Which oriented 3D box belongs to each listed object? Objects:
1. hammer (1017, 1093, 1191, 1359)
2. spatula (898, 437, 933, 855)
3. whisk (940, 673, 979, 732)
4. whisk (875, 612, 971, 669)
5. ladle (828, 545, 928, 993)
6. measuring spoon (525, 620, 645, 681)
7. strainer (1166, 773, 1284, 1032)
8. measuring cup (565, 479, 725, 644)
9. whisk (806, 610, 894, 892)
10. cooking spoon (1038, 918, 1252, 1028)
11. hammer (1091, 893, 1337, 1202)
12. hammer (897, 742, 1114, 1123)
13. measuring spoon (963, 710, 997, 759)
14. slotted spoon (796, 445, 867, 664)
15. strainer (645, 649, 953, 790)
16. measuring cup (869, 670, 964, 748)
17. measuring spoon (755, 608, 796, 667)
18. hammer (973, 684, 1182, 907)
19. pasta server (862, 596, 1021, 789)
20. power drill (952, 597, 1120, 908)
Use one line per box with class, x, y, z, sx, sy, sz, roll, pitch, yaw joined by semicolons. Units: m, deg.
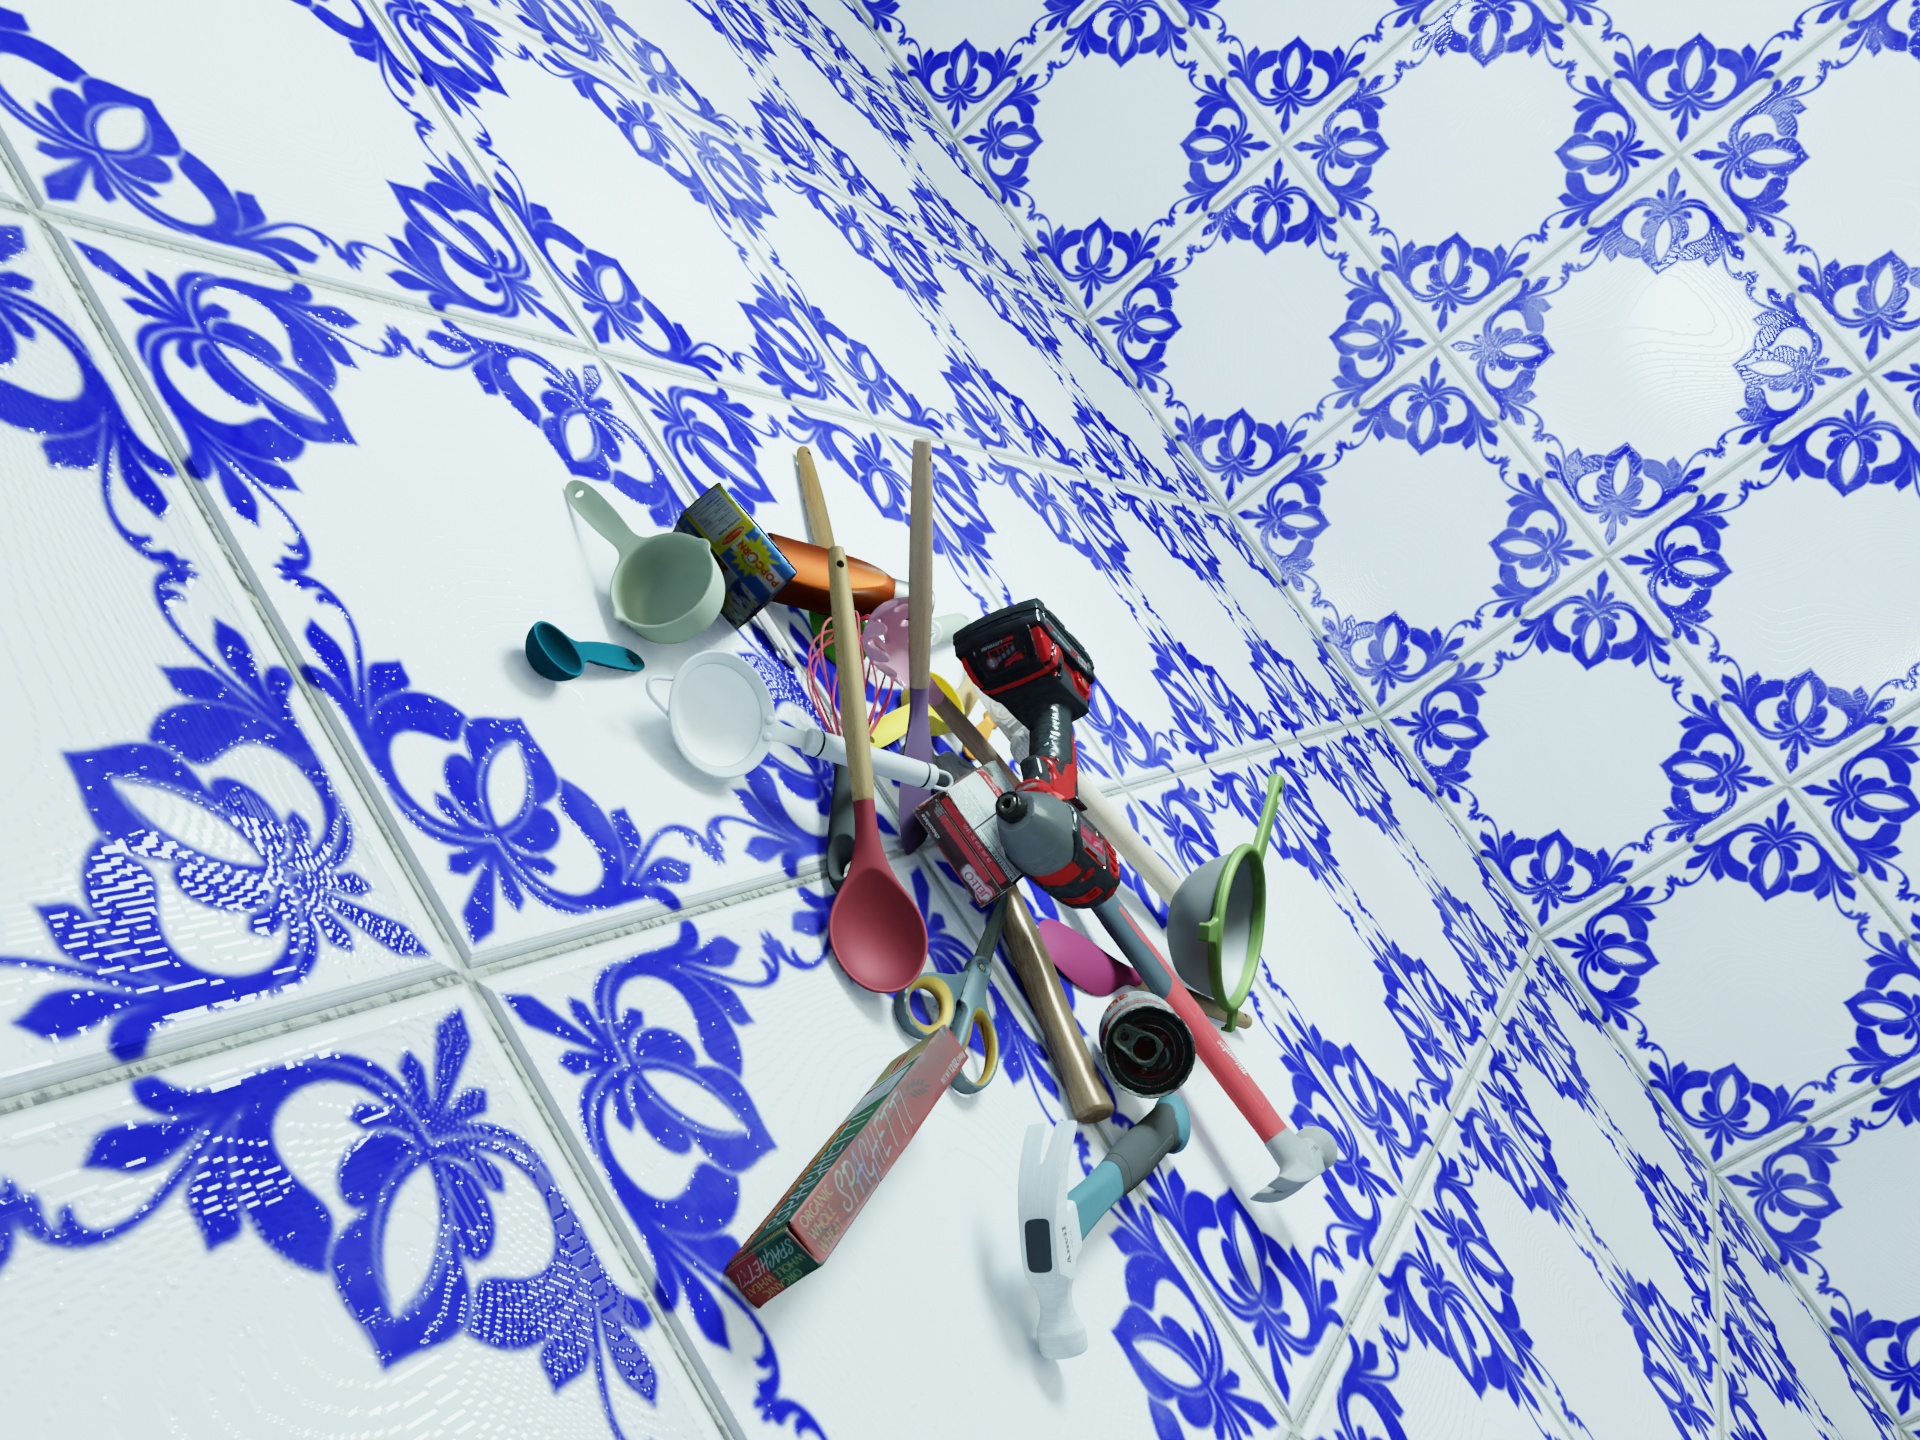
hammer;0.107;0.314;1.094;0.331;0.033;0.128;-1;81;-69
spatula;-0.031;-0.049;1.172;0.060;0.018;0.315;-36;131;-62
whisk;0.015;-0.044;1.514;0.047;0.051;0.245;29;27;0
whisk;-0.031;-0.079;1.462;0.058;0.059;0.246;38;15;8
ladle;-0.070;0.030;1.087;0.069;0.031;0.315;-1;75;-24
measuring spoon;-0.242;-0.038;1.024;0.042;0.021;0.128;57;13;12
strainer;0.240;0.144;1.459;0.151;0.069;0.256;70;34;-42
measuring cup;-0.228;-0.115;1.122;0.168;0.083;0.038;44;-9;31
whisk;-0.083;0.017;1.191;0.073;0.073;0.296;38;31;-31
cooking spoon;0.170;0.233;1.401;0.318;0.017;0.069;28;32;-43
hammer;0.164;0.222;1.324;0.387;0.038;0.143;53;22;20
hammer;0.047;0.162;1.252;0.130;0.031;0.332;24;35;-49
measuring spoon;0.021;0.012;1.463;0.021;0.011;0.117;49;22;-5
slotted spoon;-0.123;-0.159;1.429;0.070;0.031;0.314;34;26;-36
strainer;-0.110;0.015;1.100;0.258;0.050;0.087;18;69;-32
measuring cup;-0.049;0.002;1.336;0.062;0.029;0.156;53;33;3
measuring spoon;-0.170;-0.090;1.250;0.124;0.018;0.034;56;17;-7
hammer;0.152;0.107;1.481;0.410;0.038;0.146;47;7;-32
pasta server;-0.002;-0.004;1.287;0.315;0.040;0.060;49;57;-51
power drill;0.059;0.024;1.214;0.143;0.078;0.220;42;33;-48
